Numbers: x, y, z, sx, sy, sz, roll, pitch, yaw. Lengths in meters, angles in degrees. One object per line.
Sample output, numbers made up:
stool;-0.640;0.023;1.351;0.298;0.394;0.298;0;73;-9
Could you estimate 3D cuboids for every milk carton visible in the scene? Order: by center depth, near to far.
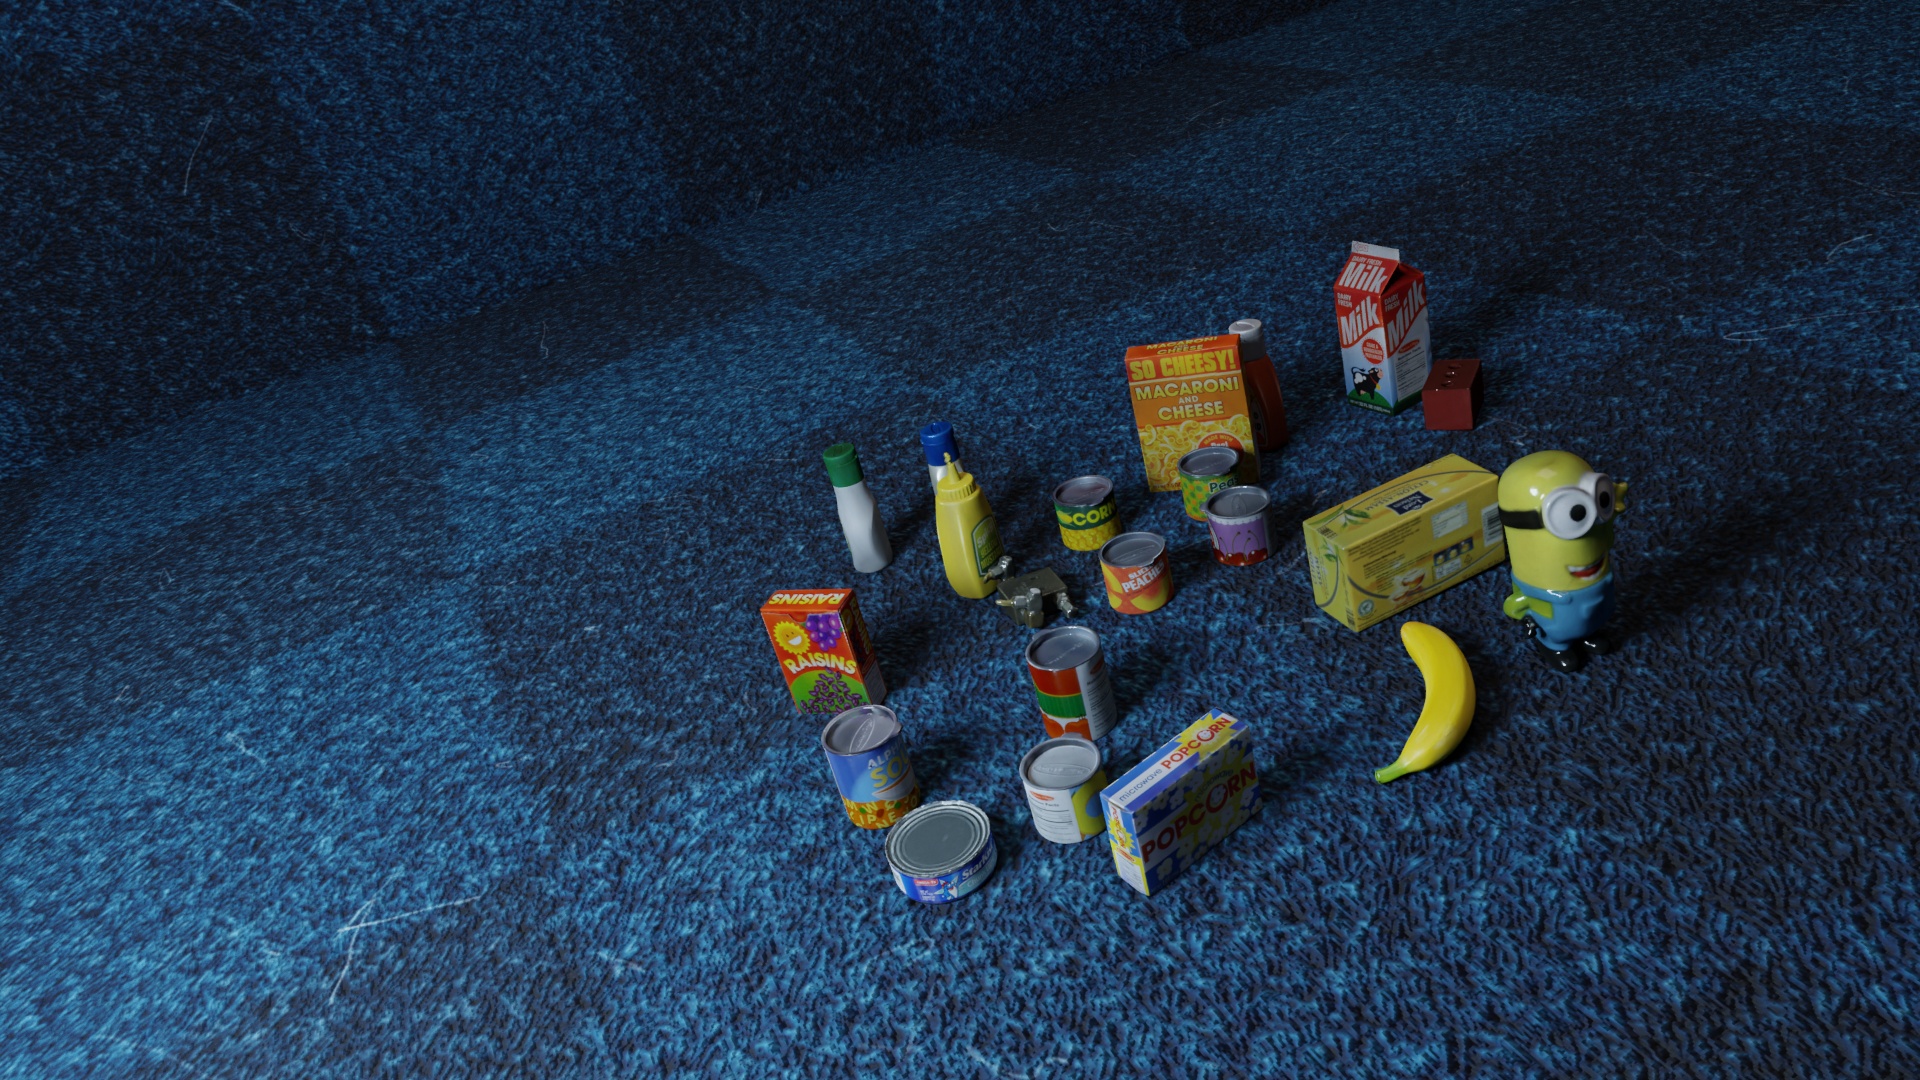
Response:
milk carton;0.481;-0.246;1.579;0.074;0.189;0.072;-28;30;-22

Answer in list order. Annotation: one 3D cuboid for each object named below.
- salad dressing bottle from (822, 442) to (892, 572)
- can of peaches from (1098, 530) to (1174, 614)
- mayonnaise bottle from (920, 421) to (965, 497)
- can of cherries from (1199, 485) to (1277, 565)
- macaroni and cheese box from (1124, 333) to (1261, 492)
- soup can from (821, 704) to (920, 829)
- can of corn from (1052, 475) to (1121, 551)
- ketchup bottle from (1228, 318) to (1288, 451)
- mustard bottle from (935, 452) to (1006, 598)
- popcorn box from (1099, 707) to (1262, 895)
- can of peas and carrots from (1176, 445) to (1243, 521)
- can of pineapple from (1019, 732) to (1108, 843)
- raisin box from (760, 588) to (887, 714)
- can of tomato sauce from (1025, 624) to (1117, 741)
salad dressing bottle;-0.115;-0.036;1.541;0.044;0.147;0.064;-10;29;11
can of peaches;0.174;0.033;1.369;0.071;0.057;0.071;-12;28;7
mayonnaise bottle;-0.009;-0.058;1.527;0.041;0.147;0.065;-18;28;-4
can of cherries;0.281;-0.015;1.402;0.071;0.058;0.072;-12;28;7
macaroni and cheese box;0.256;-0.139;1.523;0.123;0.165;0.040;-5;30;18
soup can;-0.073;0.192;1.177;0.071;0.083;0.072;-12;28;7
can of corn;0.138;-0.028;1.497;0.071;0.058;0.071;-12;28;7
ketchup bottle;0.333;-0.176;1.571;0.044;0.148;0.065;-29;31;-23
mustard bottle;0.005;-0.018;1.436;0.049;0.159;0.065;7;36;36
popcorn box;0.168;0.197;1.050;0.127;0.085;0.038;-31;31;-26
can of peas and carrots;0.271;-0.060;1.488;0.071;0.058;0.071;-12;28;7
can of pineapple;0.087;0.199;1.114;0.071;0.057;0.071;-12;28;7
raisin box;-0.129;0.106;1.317;0.086;0.123;0.040;-1;31;25
can of tomato sauce;0.096;0.126;1.214;0.071;0.082;0.071;-12;28;7
